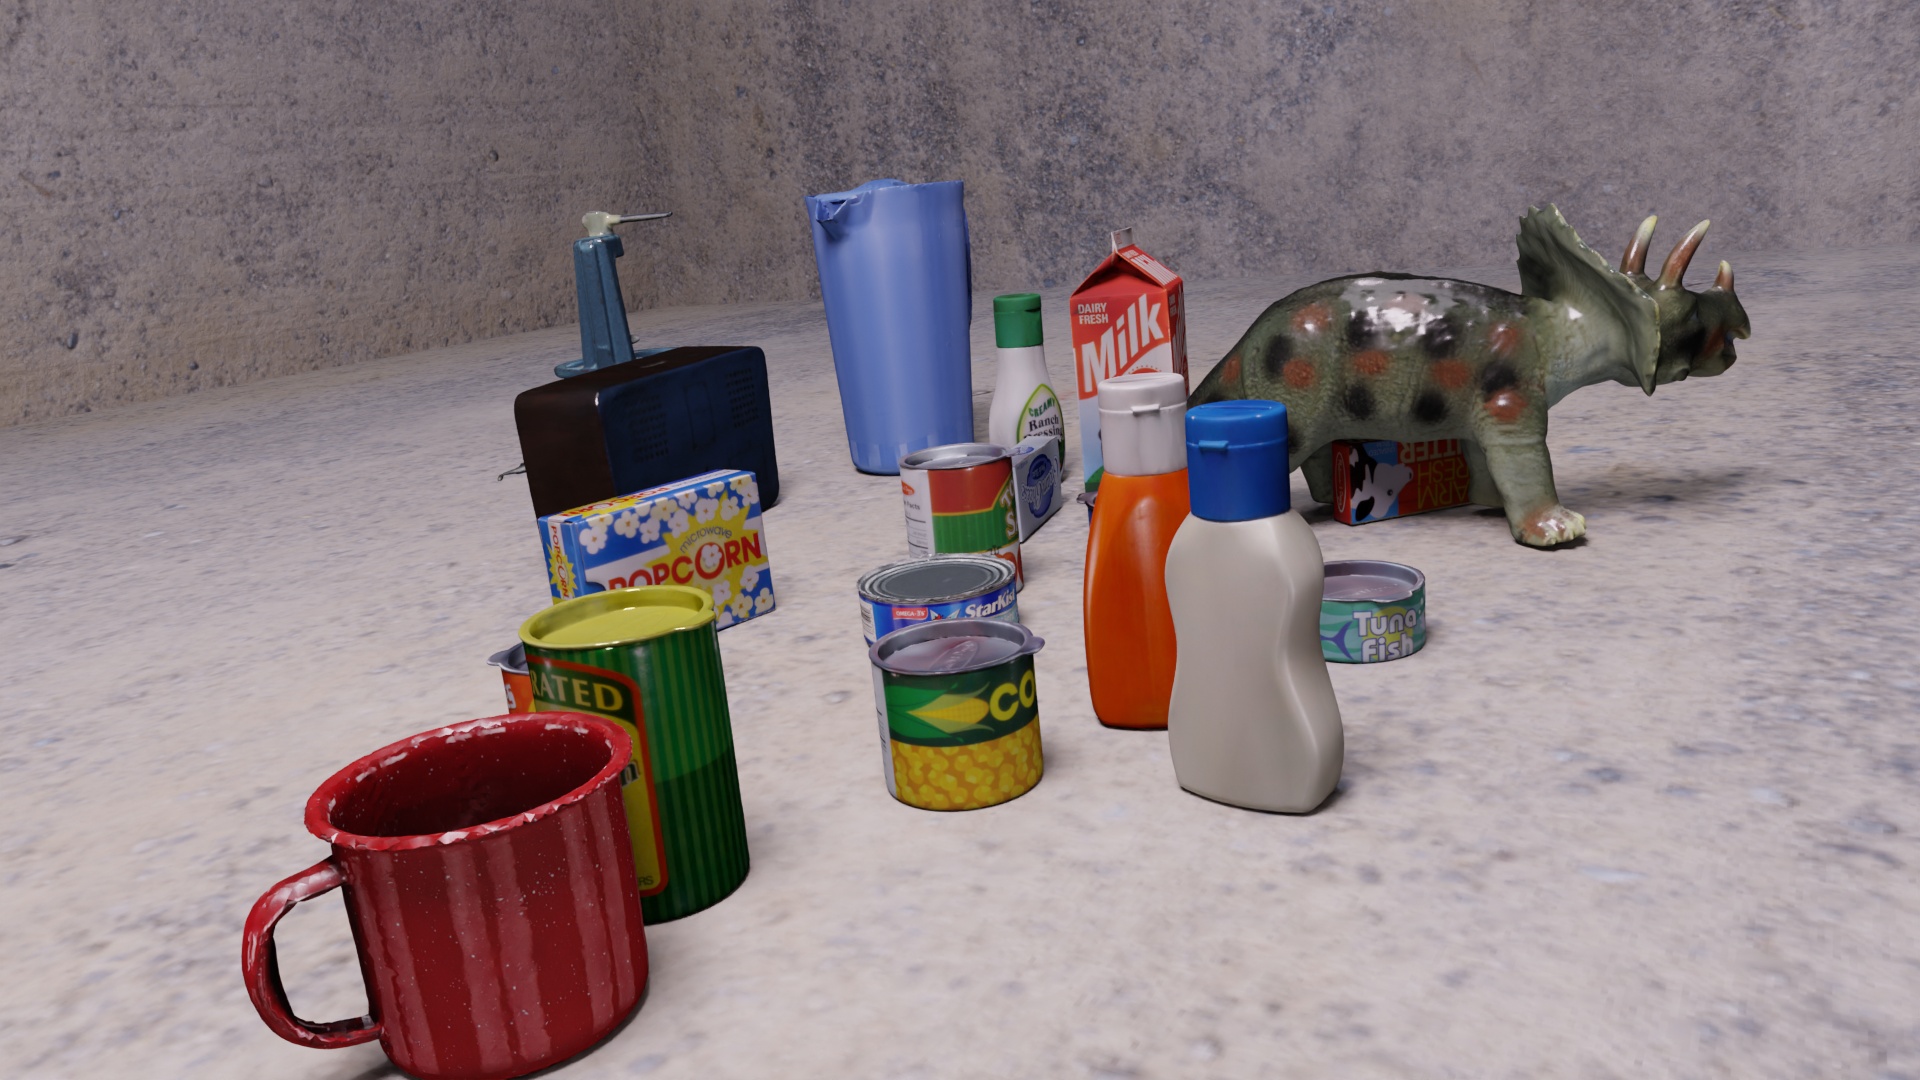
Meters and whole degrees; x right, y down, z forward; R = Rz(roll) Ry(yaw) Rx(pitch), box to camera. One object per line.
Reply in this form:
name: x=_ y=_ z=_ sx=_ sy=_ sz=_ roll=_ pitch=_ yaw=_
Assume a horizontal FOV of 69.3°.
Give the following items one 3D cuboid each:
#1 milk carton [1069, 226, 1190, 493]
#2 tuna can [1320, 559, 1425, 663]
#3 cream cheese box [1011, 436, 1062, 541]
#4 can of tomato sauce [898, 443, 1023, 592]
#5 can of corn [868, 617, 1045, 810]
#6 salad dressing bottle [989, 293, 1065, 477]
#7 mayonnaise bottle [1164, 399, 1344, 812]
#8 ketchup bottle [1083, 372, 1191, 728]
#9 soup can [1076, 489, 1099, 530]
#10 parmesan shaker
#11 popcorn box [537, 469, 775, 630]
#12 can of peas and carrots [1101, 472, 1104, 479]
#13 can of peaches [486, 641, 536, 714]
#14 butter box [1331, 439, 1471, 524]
milk carton: x=0.126 y=-0.132 z=1.018 sx=0.073 sy=0.190 sz=0.072 roll=-1 pitch=15 yaw=18
tuna can: x=0.191 y=0.034 z=0.669 sx=0.071 sy=0.032 sz=0.071 roll=-5 pitch=14 yaw=1
cream cheese box: x=0.044 y=-0.036 z=0.956 sx=0.024 sy=0.053 sz=0.104 roll=-1 pitch=15 yaw=20
can of tomato sauce: x=0.003 y=-0.010 z=0.812 sx=0.071 sy=0.083 sz=0.071 roll=-5 pitch=14 yaw=1
can of corn: x=0.001 y=0.069 z=0.559 sx=0.071 sy=0.058 sz=0.071 roll=-5 pitch=14 yaw=1
salad dressing bottle: x=0.049 y=-0.114 z=1.065 sx=0.064 sy=0.147 sz=0.044 roll=-18 pitch=18 yaw=-40
mayonnaise bottle: x=0.106 y=0.024 z=0.512 sx=0.065 sy=0.147 sz=0.041 roll=5 pitch=18 yaw=38
ketchup bottle: x=0.082 y=0.004 z=0.594 sx=0.065 sy=0.148 sz=0.044 roll=-5 pitch=14 yaw=3
soup can: x=0.094 y=0.018 z=0.668 sx=0.071 sy=0.083 sz=0.071 roll=-5 pitch=14 yaw=1
parmesan shaker: x=-0.111 y=0.074 z=0.490 sx=0.071 sy=0.102 sz=0.071 roll=-5 pitch=14 yaw=1
popcorn box: x=-0.167 y=0.014 z=0.780 sx=0.038 sy=0.085 sz=0.127 roll=7 pitch=19 yaw=42
can of peas and carrots: x=0.118 y=-0.012 z=0.822 sx=0.071 sy=0.058 sz=0.071 roll=-5 pitch=14 yaw=1
can of peaches: x=-0.165 y=0.073 z=0.605 sx=0.071 sy=0.058 sz=0.071 roll=-5 pitch=14 yaw=1
butter box: x=0.289 y=-0.044 z=0.892 sx=0.104 sy=0.053 sz=0.024 roll=-10 pitch=15 yaw=-15
